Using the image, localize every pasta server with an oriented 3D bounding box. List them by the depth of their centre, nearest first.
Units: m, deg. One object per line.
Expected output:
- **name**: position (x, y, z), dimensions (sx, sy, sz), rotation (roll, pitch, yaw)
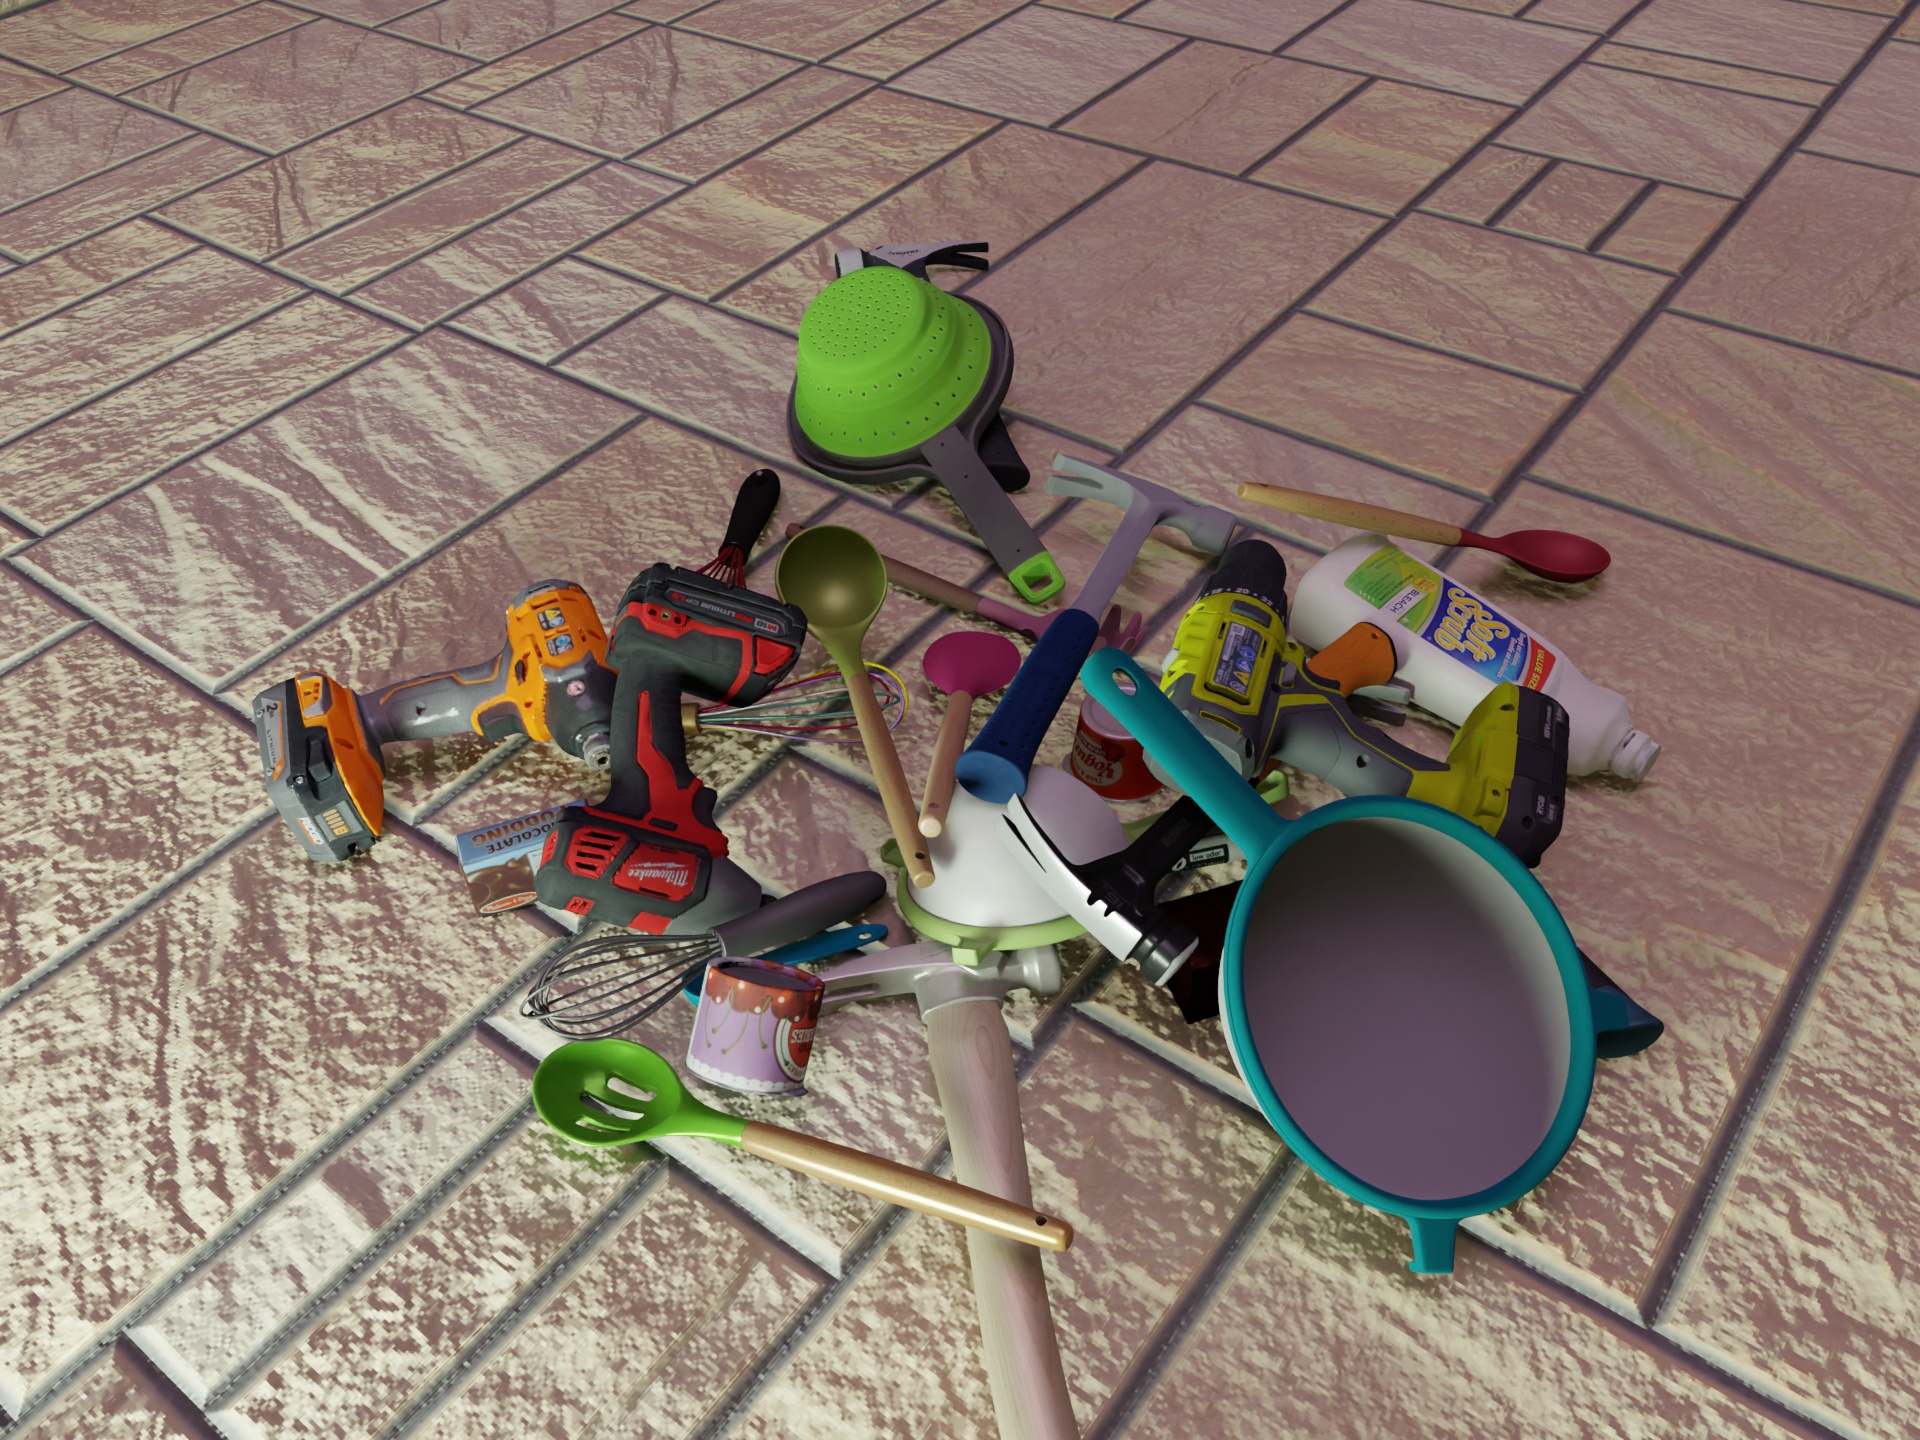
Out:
- **pasta server**: position (-0.006, -0.100, 1.174), dimensions (0.316, 0.040, 0.060), rotation (24, 35, 28)

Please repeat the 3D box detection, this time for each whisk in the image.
- **whisk**: position (-0.137, 0.126, 0.903), dimensions (0.239, 0.055, 0.055), rotation (-17, 42, -37)
- **whisk**: position (-0.156, -0.007, 1.082), dimensions (0.245, 0.047, 0.051), rotation (-5, 27, 4)
- **whisk**: position (-0.173, -0.113, 1.189), dimensions (0.073, 0.073, 0.296), rotation (2, 37, 6)

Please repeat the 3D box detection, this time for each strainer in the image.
- **strainer**: position (0.170, 0.105, 0.830), dimensions (0.340, 0.095, 0.211), rotation (47, 63, 4)
- **strainer**: position (0.081, 0.053, 0.951), dimensions (0.256, 0.069, 0.152), rotation (-17, 25, -14)

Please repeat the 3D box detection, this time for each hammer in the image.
- **hammer**: position (0.015, 0.274, 0.774), dimensions (0.146, 0.038, 0.411), rotation (-9, 44, -4)
- **hammer**: position (0.165, 0.019, 0.952), dimensions (0.127, 0.034, 0.337), rotation (42, 49, 14)
- **hammer**: position (0.289, 0.078, 0.968), dimensions (0.128, 0.033, 0.331), rotation (-22, 46, -17)
- **hammer**: position (0.077, -0.072, 1.055), dimensions (0.144, 0.035, 0.406), rotation (23, 36, 7)
- **hammer**: position (-0.005, -0.327, 1.421), dimensions (0.149, 0.036, 0.409), rotation (-10, 44, -9)

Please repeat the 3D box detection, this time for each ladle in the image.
- **ladle**: position (-0.058, -0.018, 0.998), dimensions (0.078, 0.062, 0.321), rotation (-5, 39, -14)
- **ladle**: position (0.328, -0.134, 1.118), dimensions (0.315, 0.031, 0.069), rotation (8, 29, -24)

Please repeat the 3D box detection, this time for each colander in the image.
- **colander**: position (-0.030, -0.245, 1.255), dimensions (0.204, 0.094, 0.398), rotation (-33, 55, 1)

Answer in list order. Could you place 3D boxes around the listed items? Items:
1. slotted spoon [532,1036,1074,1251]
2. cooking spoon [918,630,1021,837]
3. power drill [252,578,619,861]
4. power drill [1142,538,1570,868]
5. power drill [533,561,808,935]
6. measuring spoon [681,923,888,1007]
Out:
- **slotted spoon**: position (-0.088, 0.220, 0.812), dimensions (0.314, 0.031, 0.070), rotation (9, 38, 27)
- **cooking spoon**: position (-0.002, -0.003, 1.012), dimensions (0.069, 0.017, 0.319), rotation (5, 23, 4)
- **power drill**: position (-0.330, 0.005, 1.038), dimensions (0.226, 0.084, 0.164), rotation (-23, 47, -11)
- **power drill**: position (0.229, -0.006, 0.927), dimensions (0.228, 0.080, 0.191), rotation (24, 48, 1)
- **power drill**: position (-0.166, 0.026, 0.975), dimensions (0.143, 0.078, 0.220), rotation (18, 62, -18)
- **measuring spoon**: position (-0.101, 0.146, 0.937), dimensions (0.128, 0.021, 0.042), rotation (-14, 29, -24)
